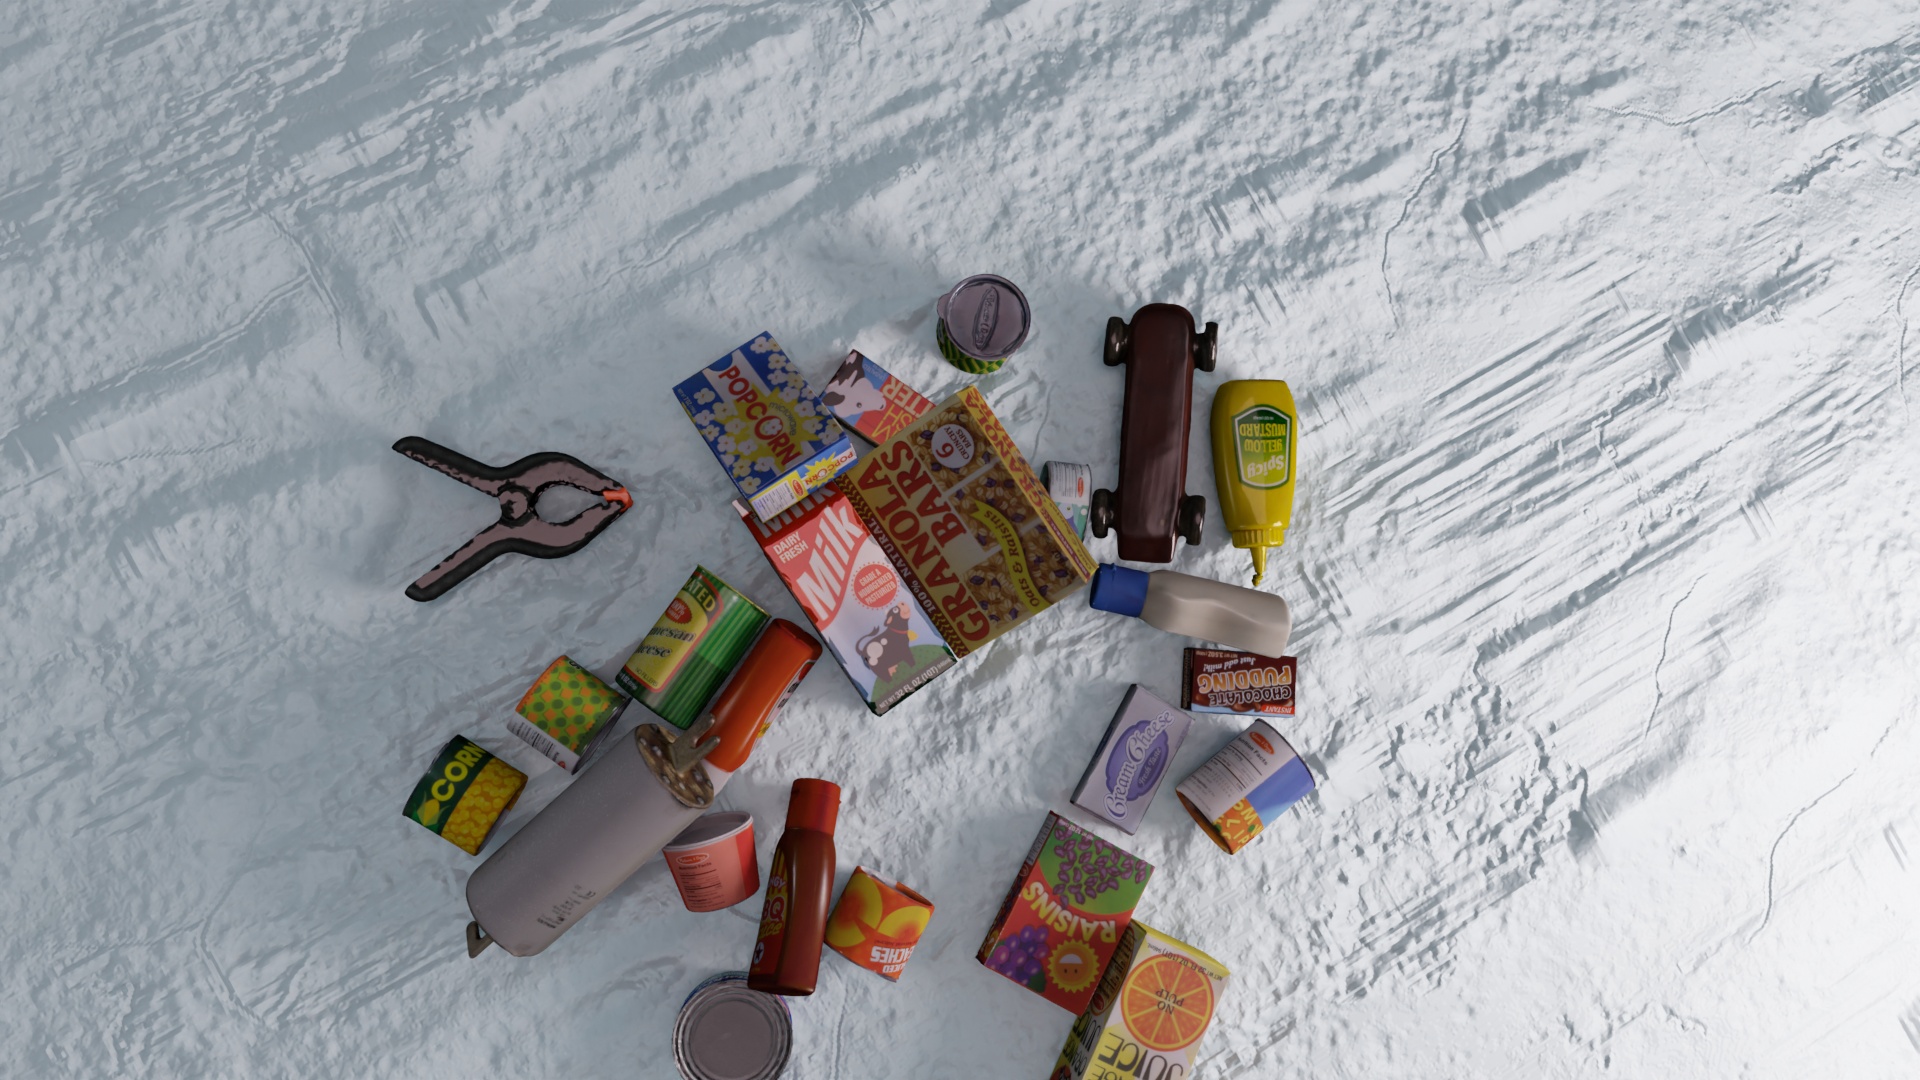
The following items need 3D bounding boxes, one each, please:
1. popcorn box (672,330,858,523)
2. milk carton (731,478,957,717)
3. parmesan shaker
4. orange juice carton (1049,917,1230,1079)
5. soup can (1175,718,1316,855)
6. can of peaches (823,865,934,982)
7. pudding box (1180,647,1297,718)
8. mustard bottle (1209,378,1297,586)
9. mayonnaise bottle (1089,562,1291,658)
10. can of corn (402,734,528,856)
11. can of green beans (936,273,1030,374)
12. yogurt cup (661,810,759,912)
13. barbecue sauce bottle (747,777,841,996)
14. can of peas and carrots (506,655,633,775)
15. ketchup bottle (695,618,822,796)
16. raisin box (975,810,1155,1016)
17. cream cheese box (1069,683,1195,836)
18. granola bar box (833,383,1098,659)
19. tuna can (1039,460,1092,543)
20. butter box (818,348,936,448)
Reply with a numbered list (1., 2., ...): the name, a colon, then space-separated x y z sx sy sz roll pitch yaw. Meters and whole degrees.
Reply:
1. popcorn box: -0.143 -0.084 1.014 0.085 0.038 0.127 -33 59 -8
2. milk carton: -0.087 0.031 1.021 0.072 0.073 0.190 -35 90 -9
3. parmesan shaker: -0.192 0.078 1.005 0.071 0.071 0.103 36 82 -3
4. orange juice carton: 0.119 0.382 1.016 0.072 0.073 0.193 26 83 -4
5. soup can: 0.216 0.188 1.050 0.084 0.071 0.071 -38 91 -8
6. can of peaches: -0.058 0.277 1.005 0.071 0.071 0.058 29 82 -4
7. pudding box: 0.215 0.110 1.074 0.084 0.030 0.049 5 85 -6
8. mustard bottle: 0.230 -0.044 1.080 0.065 0.049 0.160 -2 85 -5
9. mayonnaise bottle: 0.174 0.050 1.060 0.148 0.065 0.041 13 112 -2
10. can of corn: -0.347 0.178 0.978 0.058 0.071 0.071 32 82 -4
11. can of green beans: 0.016 -0.164 1.059 0.071 0.058 0.071 1 85 -7
12. yogurt cup: -0.177 0.231 0.999 0.072 0.072 0.054 -14 95 -8
13. barbecue sauce bottle: -0.115 0.247 0.995 0.044 0.064 0.149 20 63 -23
14. can of peas and carrots: -0.279 0.123 0.994 0.059 0.071 0.071 36 82 -3
15. ketchup bottle: -0.159 0.128 1.012 0.043 0.065 0.149 35 91 0
16. raisin box: 0.078 0.277 1.038 0.086 0.040 0.123 29 81 -5
17. cream cheese box: 0.131 0.167 1.061 0.053 0.024 0.104 30 82 -3
18. granola bar box: 0.004 -0.013 1.021 0.124 0.039 0.165 -33 93 26
19. tuna can: 0.077 -0.025 1.053 0.033 0.071 0.071 7 85 -5
20. butter box: -0.055 -0.095 1.061 0.103 0.024 0.053 34 83 -3
